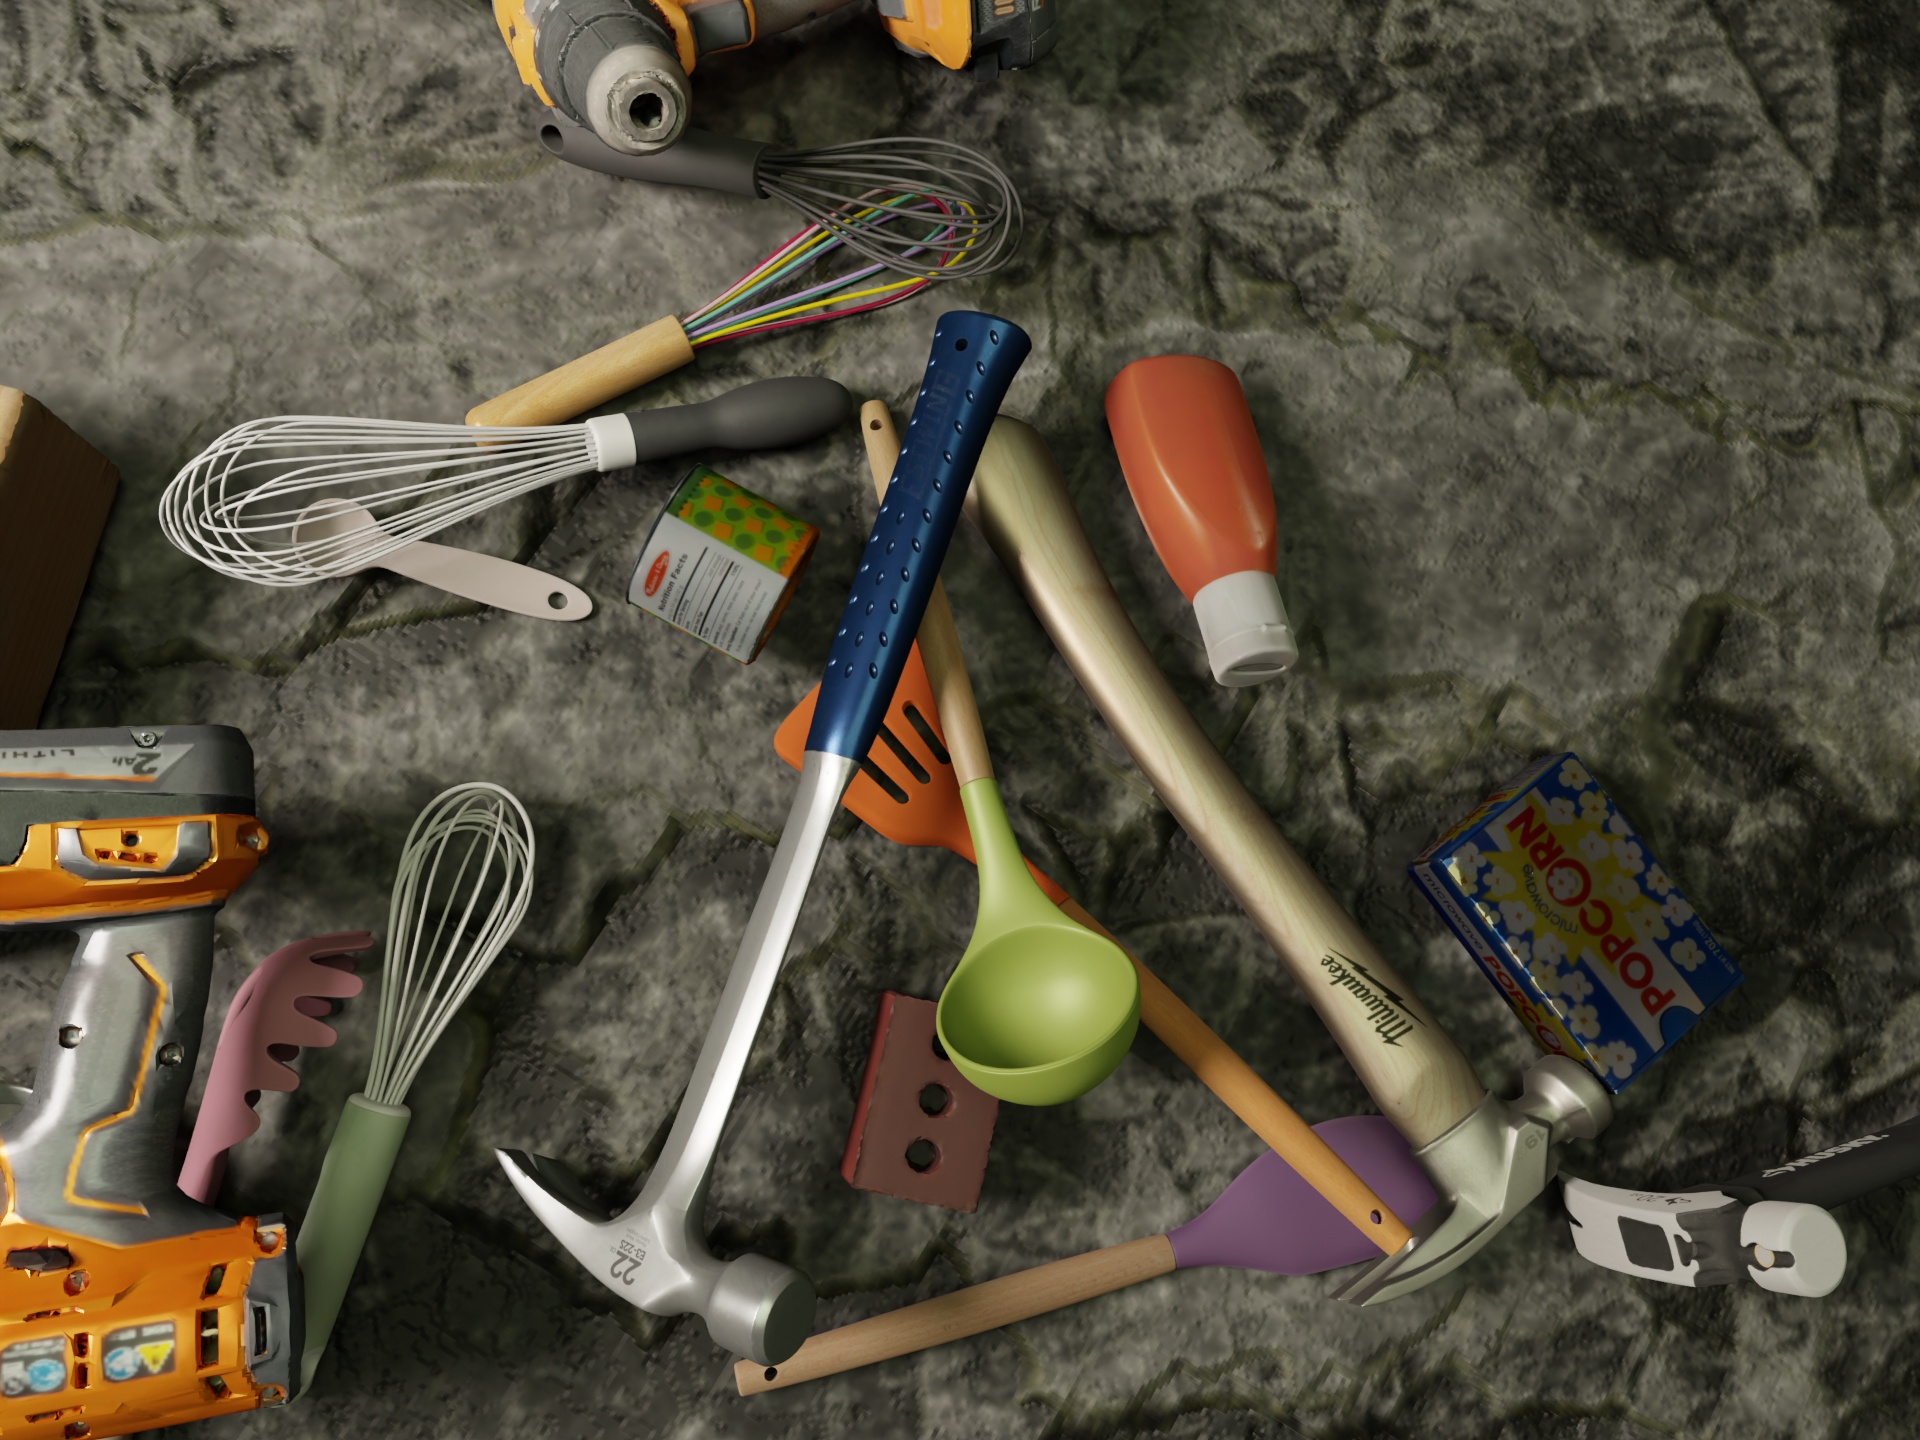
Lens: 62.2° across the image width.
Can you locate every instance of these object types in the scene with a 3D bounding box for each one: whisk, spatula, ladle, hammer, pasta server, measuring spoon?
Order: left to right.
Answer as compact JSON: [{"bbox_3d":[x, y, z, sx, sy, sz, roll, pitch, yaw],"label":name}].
[{"bbox_3d":[-0.293,0.225,0.589,0.040,0.060,0.316,21,82,-22],"label":"pasta server"},{"bbox_3d":[-0.223,0.141,0.617,0.059,0.057,0.246,15,80,18],"label":"whisk"},{"bbox_3d":[-0.218,-0.062,0.674,0.124,0.018,0.034,16,74,-13],"label":"measuring spoon"},{"bbox_3d":[-0.176,-0.109,0.655,0.284,0.070,0.070,-15,82,-22],"label":"whisk"},{"bbox_3d":[-0.101,-0.176,0.698,0.245,0.051,0.047,-28,91,-10],"label":"whisk"},{"bbox_3d":[-0.083,-0.231,0.675,0.239,0.055,0.055,18,76,21],"label":"whisk"},{"bbox_3d":[-0.059,0.024,0.625,0.144,0.035,0.406,11,75,32],"label":"hammer"},{"bbox_3d":[-0.001,-0.002,0.645,0.078,0.062,0.320,-16,68,1],"label":"ladle"},{"bbox_3d":[0.057,0.092,0.650,0.081,0.041,0.323,-42,72,-14],"label":"spatula"},{"bbox_3d":[0.062,0.225,0.659,0.316,0.018,0.060,-13,80,-12],"label":"spatula"},{"bbox_3d":[0.105,0.045,0.685,0.146,0.038,0.411,-33,84,-19],"label":"hammer"},{"bbox_3d":[0.415,0.181,0.686,0.334,0.146,0.035,-9,81,-22],"label":"hammer"}]

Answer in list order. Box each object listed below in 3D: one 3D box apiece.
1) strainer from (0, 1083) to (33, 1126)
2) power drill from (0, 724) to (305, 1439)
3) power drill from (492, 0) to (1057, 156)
[{"bbox_3d":[-0.407,0.148,0.586,0.258,0.050,0.087,23,96,0],"label":"strainer"},{"bbox_3d":[-0.305,0.120,0.517,0.164,0.084,0.226,-2,82,-25],"label":"power drill"},{"bbox_3d":[-0.074,-0.298,0.666,0.226,0.084,0.186,-18,40,-13],"label":"power drill"}]
